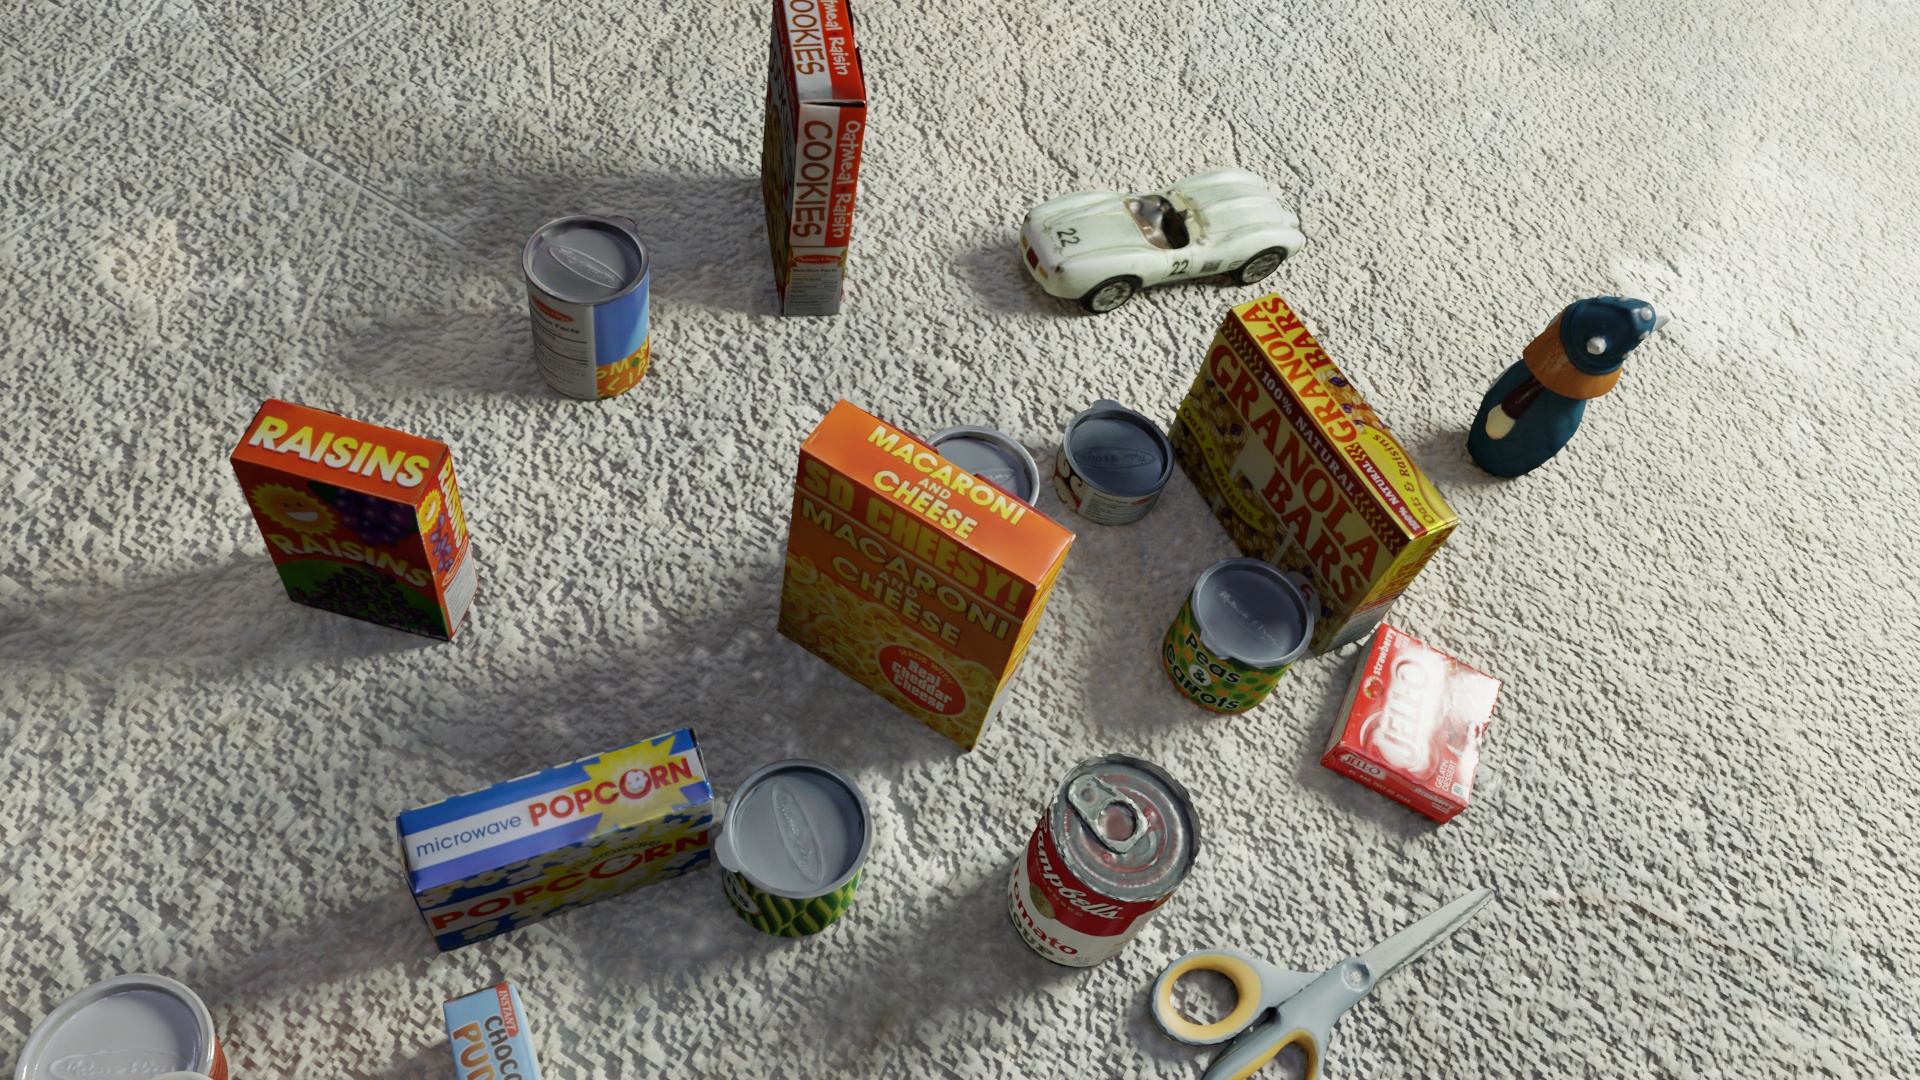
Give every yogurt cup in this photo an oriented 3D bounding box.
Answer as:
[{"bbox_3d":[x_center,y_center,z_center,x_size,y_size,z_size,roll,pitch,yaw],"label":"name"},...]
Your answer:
[{"bbox_3d":[-0.324,0.211,0.546,0.072,0.053,0.073,5,56,-8],"label":"yogurt cup"}]

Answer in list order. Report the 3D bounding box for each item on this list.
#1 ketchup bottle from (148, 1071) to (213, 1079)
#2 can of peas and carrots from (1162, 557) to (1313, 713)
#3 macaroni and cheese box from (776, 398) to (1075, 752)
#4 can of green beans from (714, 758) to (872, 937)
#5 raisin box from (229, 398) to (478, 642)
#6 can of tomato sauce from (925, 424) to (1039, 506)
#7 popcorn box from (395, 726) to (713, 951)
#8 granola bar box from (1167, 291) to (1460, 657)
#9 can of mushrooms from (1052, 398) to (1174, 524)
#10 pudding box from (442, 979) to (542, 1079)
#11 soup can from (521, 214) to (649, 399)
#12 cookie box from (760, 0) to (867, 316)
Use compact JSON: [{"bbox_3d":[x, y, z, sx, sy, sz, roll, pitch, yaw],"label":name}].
[{"bbox_3d":[-0.261,0.224,0.493,0.043,0.148,0.065,11,55,-4],"label":"ketchup bottle"},{"bbox_3d":[0.146,0.053,0.745,0.071,0.058,0.071,5,56,-8],"label":"can of peas and carrots"},{"bbox_3d":[-0.023,0.021,0.667,0.124,0.165,0.040,31,56,9],"label":"macaroni and cheese box"},{"bbox_3d":[-0.077,0.142,0.640,0.071,0.057,0.071,5,56,-8],"label":"can of green beans"},{"bbox_3d":[-0.282,-0.007,0.659,0.086,0.122,0.040,15,55,-1],"label":"raisin box"},{"bbox_3d":[0.003,-0.009,0.743,0.071,0.082,0.071,5,56,-8],"label":"can of tomato sauce"},{"bbox_3d":[-0.174,0.132,0.611,0.127,0.084,0.038,-15,61,-20],"label":"popcorn box"},{"bbox_3d":[0.187,-0.035,0.774,0.039,0.123,0.166,-20,63,-23],"label":"granola bar box"},{"bbox_3d":[0.089,-0.046,0.815,0.071,0.033,0.071,5,56,-8],"label":"can of mushrooms"},{"bbox_3d":[-0.185,0.229,0.565,0.030,0.049,0.084,-15,61,-20],"label":"pudding box"},{"bbox_3d":[-0.207,-0.131,0.781,0.071,0.083,0.072,5,56,-8],"label":"soup can"},{"bbox_3d":[-0.089,-0.235,0.824,0.040,0.166,0.123,-3,58,-14],"label":"cookie box"}]
